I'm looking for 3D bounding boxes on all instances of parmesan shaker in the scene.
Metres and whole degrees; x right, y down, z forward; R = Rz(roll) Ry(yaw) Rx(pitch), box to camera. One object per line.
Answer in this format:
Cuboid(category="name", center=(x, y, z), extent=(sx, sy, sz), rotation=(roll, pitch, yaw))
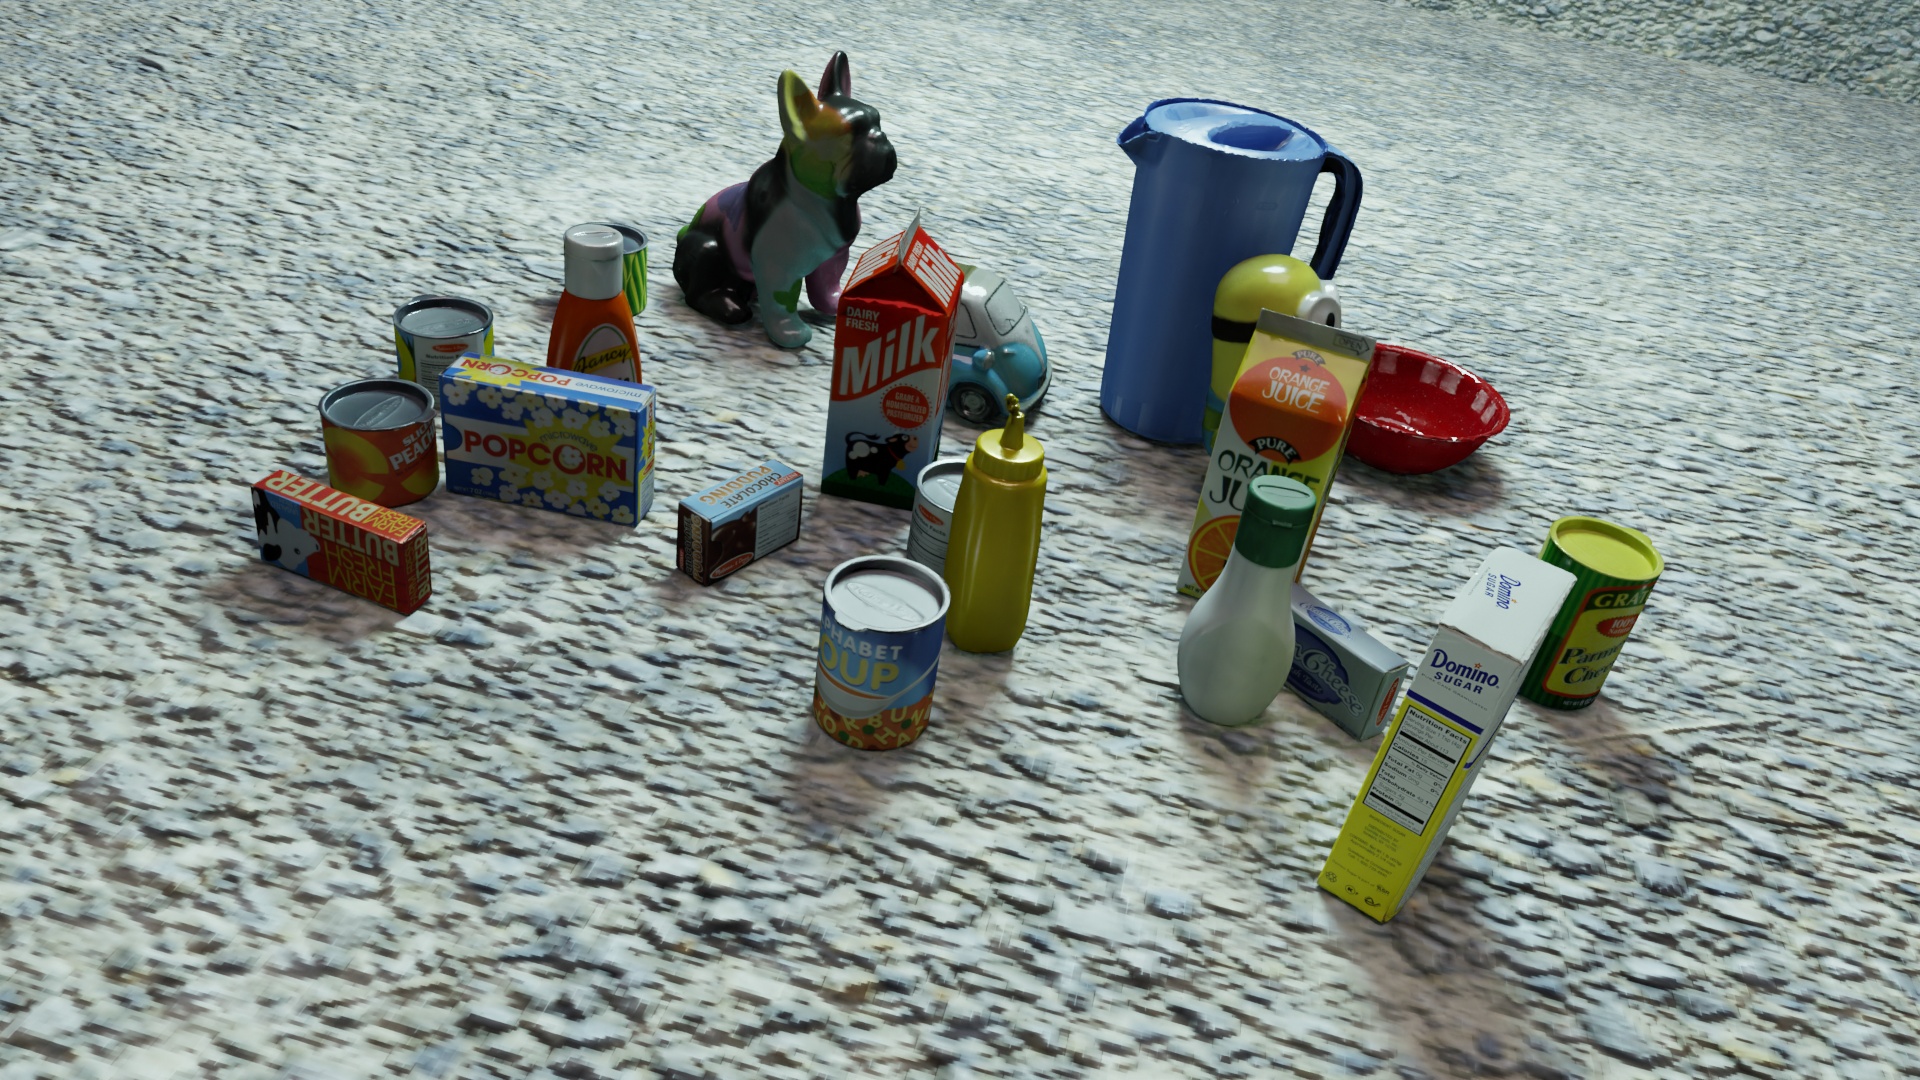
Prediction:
Cuboid(category="parmesan shaker", center=(0.380, 0.045, 0.854), extent=(0.071, 0.102, 0.072), rotation=(7, 33, -4))

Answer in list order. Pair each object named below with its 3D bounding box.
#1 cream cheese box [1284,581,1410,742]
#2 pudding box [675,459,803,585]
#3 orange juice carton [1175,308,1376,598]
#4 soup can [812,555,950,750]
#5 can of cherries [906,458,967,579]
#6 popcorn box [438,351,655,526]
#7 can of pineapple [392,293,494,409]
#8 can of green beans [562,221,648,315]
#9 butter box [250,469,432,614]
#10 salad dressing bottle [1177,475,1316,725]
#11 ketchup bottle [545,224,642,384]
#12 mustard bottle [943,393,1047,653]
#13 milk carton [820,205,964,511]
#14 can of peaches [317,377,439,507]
Cuboid(category="cream cheese box", center=(0.212, 0.067, 0.824), extent=(0.024, 0.053, 0.104), rotation=(-17, 42, -35))
Cuboid(category="pudding box", center=(-0.136, -0.012, 0.860), extent=(0.030, 0.049, 0.084), rotation=(29, 38, 27))
Cuboid(category="orange juice carton", center=(0.198, -0.049, 0.870), extent=(0.072, 0.191, 0.073), rotation=(20, 34, 16))
Cuboid(category="soup can", center=(-0.045, 0.061, 0.741), extent=(0.071, 0.083, 0.072), rotation=(7, 33, -4))
Cuboid(category="can of cherries", center=(0.003, -0.011, 0.885), extent=(0.071, 0.058, 0.072), rotation=(7, 33, -4))
Cuboid(category="popcorn box", center=(-0.257, -0.064, 0.874), extent=(0.127, 0.084, 0.038), rotation=(11, 33, 2))
Cuboid(category="can of pineapple", center=(-0.362, -0.133, 0.978), extent=(0.071, 0.057, 0.071), rotation=(7, 33, -4))
Cuboid(category="can of green beans", center=(-0.287, -0.219, 1.125), extent=(0.071, 0.057, 0.071), rotation=(7, 33, -4))
Cuboid(category="butter box", center=(-0.348, 0.001, 0.784), extent=(0.103, 0.052, 0.024), rotation=(18, 34, 13))
Cuboid(category="salad dressing bottle", center=(0.162, 0.035, 0.775), extent=(0.064, 0.146, 0.044), rotation=(10, 33, 2))
Cuboid(category="ketchup bottle", center=(-0.245, -0.135, 0.927), extent=(0.065, 0.148, 0.044), rotation=(-14, 40, -31))
Cuboid(category="mustard bottle", center=(0.022, -0.011, 0.798), extent=(0.049, 0.159, 0.065), rotation=(1, 34, -13))
Cuboid(category="milk carton", center=(-0.044, -0.121, 0.918), extent=(0.073, 0.189, 0.073), rotation=(11, 33, 2))
Cuboid(category="can of peaches", center=(-0.360, -0.061, 0.869), extent=(0.071, 0.057, 0.071), rotation=(7, 33, -4))
